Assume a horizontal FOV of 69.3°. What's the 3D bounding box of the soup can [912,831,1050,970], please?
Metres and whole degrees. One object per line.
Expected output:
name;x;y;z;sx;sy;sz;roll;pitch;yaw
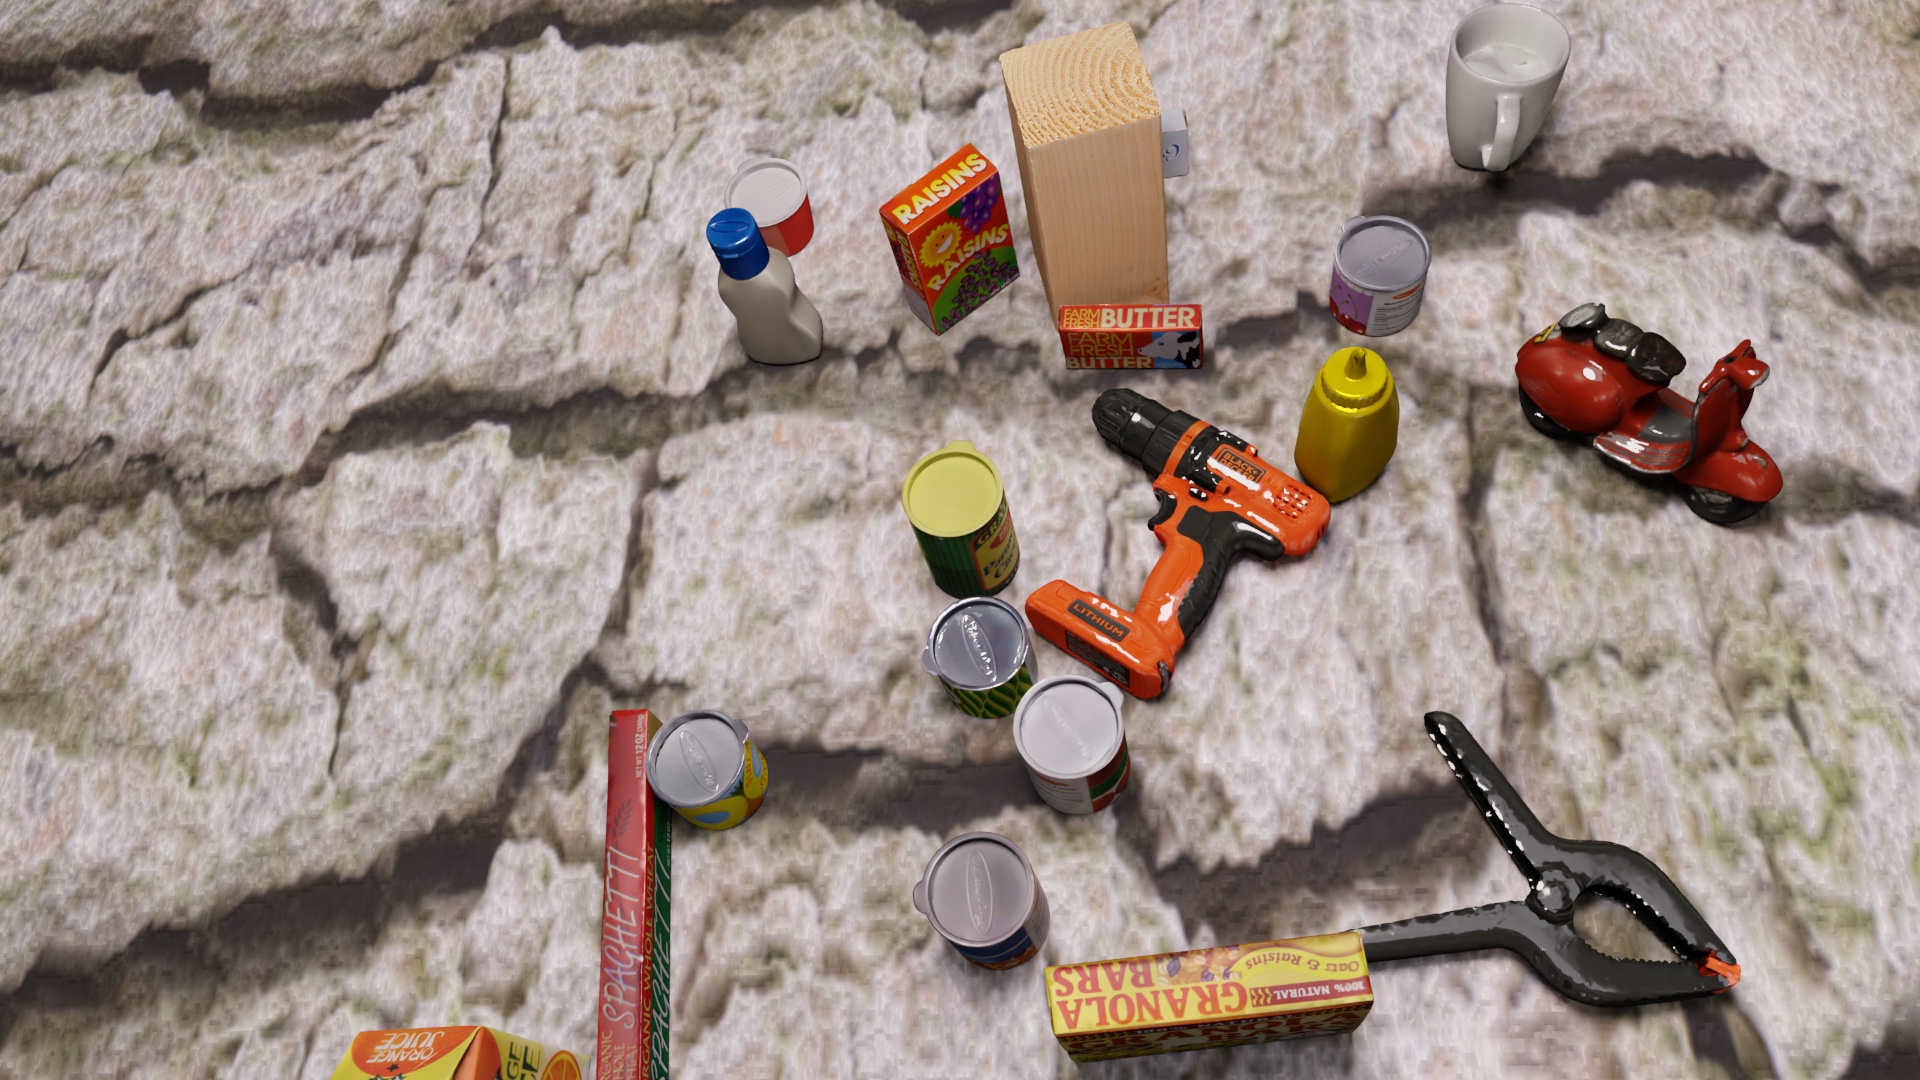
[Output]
soup can;0.014;0.217;0.829;0.071;0.083;0.071;-4;63;8

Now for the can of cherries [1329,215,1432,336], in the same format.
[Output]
can of cherries;0.300;-0.192;1.001;0.071;0.058;0.072;-4;63;8

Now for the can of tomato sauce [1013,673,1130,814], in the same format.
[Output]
can of tomato sauce;0.072;0.127;0.865;0.071;0.082;0.071;-4;63;8

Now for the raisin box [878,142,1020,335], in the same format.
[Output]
raisin box;-0.006;-0.222;1.035;0.086;0.123;0.040;-37;63;-9

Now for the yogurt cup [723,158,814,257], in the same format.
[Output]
yogurt cup;-0.151;-0.265;1.123;0.072;0.053;0.072;-4;63;8

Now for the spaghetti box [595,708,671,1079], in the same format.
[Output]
spaghetti box;-0.205;0.232;0.880;0.029;0.050;0.251;-9;62;6

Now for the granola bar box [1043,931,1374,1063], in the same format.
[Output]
granola bar box;0.136;0.255;0.765;0.165;0.123;0.039;-9;62;6

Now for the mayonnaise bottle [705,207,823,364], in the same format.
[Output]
mayonnaise bottle;-0.147;-0.186;1.028;0.065;0.147;0.041;-1;63;10

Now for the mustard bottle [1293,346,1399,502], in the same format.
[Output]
mustard bottle;0.252;-0.083;0.897;0.065;0.159;0.049;-35;63;-8

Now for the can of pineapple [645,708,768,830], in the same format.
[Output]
can of pineapple;-0.163;0.150;0.910;0.071;0.057;0.071;-4;63;8

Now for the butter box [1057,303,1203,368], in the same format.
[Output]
butter box;0.125;-0.149;1.014;0.103;0.053;0.024;2;64;11

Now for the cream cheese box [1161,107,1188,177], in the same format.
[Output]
cream cheese box;0.127;-0.306;1.094;0.104;0.053;0.024;-8;62;6

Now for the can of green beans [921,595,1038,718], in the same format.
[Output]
can of green beans;0.016;0.078;0.915;0.071;0.057;0.071;-4;63;8

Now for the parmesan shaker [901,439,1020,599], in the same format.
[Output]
parmesan shaker;0.003;-0.012;0.937;0.071;0.102;0.071;-4;63;8

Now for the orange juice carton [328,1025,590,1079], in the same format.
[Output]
orange juice carton;-0.279;0.314;0.770;0.072;0.192;0.073;-5;63;8
